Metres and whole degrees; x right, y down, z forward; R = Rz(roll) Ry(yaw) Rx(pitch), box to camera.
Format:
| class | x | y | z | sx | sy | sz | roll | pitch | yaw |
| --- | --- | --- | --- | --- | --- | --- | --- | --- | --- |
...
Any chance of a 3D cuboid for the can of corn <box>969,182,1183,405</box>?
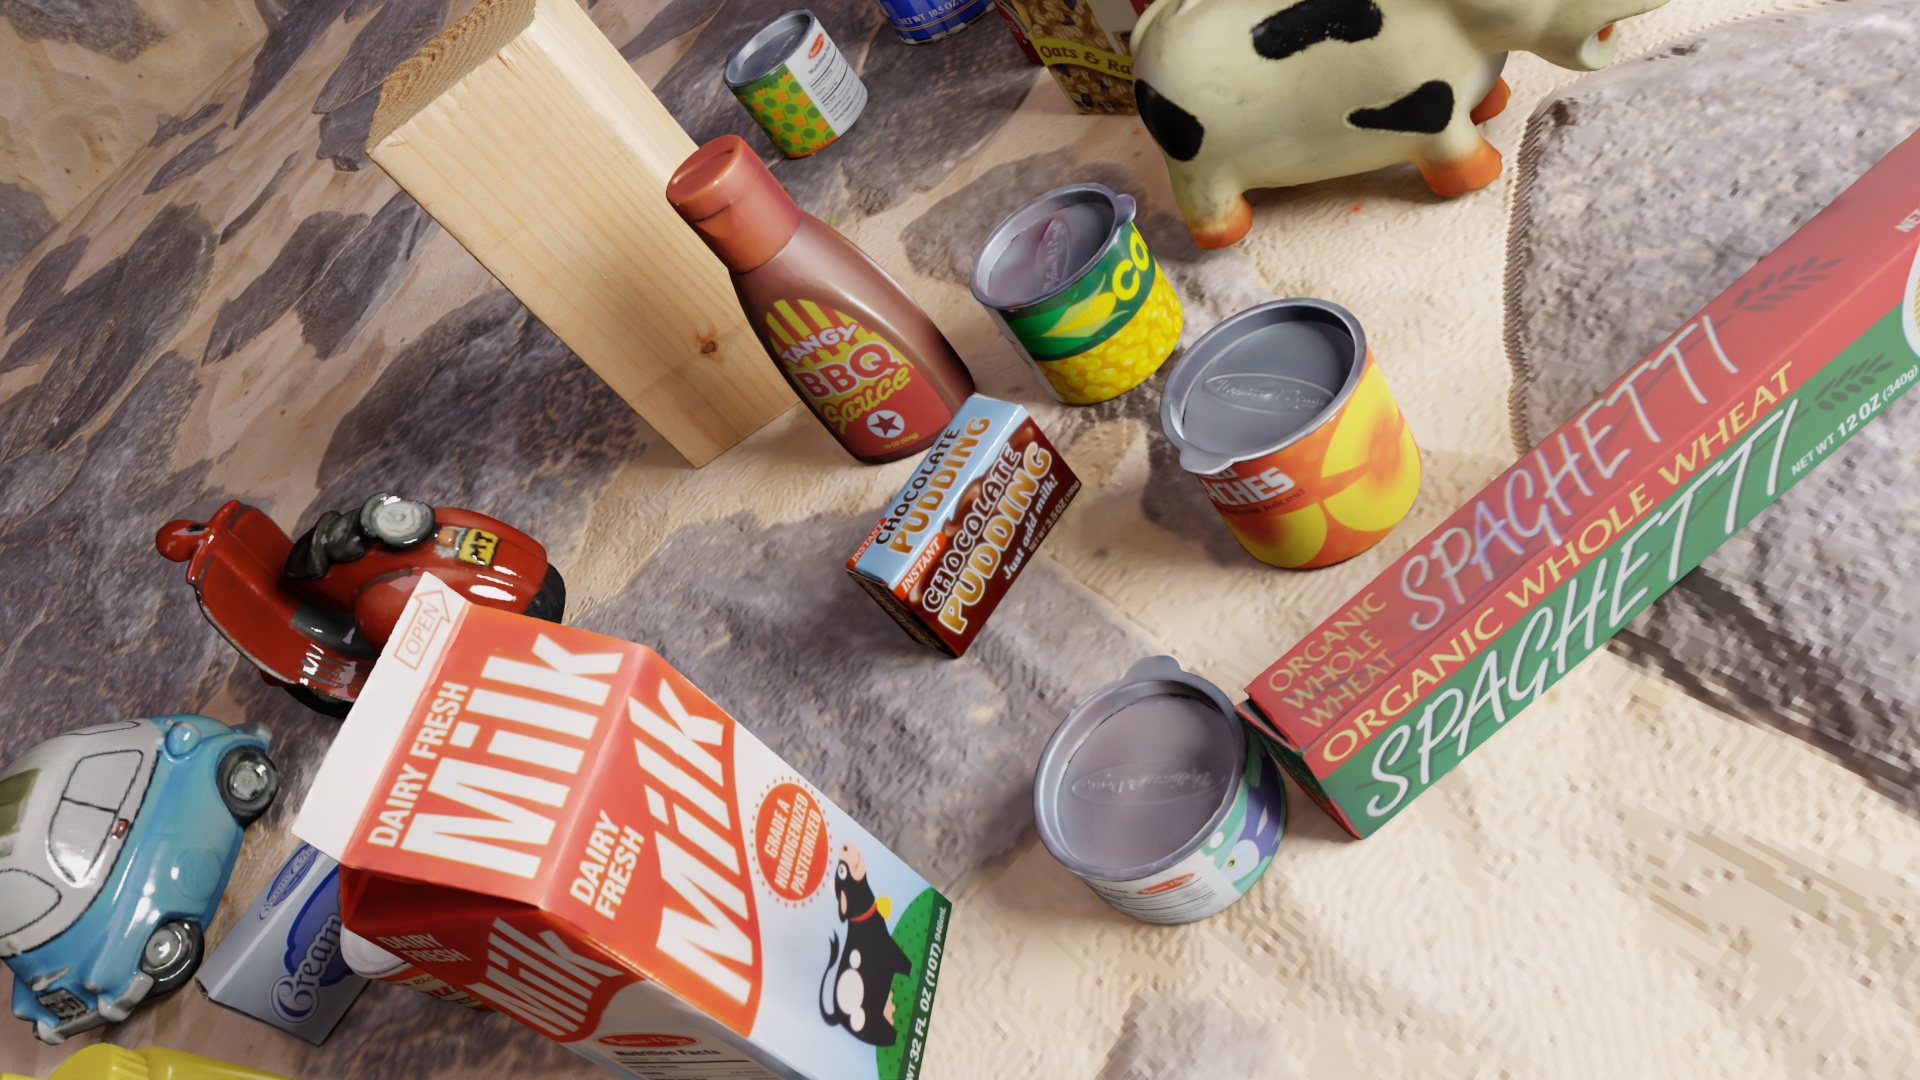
| class | x | y | z | sx | sy | sz | roll | pitch | yaw |
| --- | --- | --- | --- | --- | --- | --- | --- | --- | --- |
| can of corn | 0.048 | -0.096 | 0.543 | 0.071 | 0.058 | 0.071 | -22 | 42 | 22 |

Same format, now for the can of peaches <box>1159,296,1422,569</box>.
| class | x | y | z | sx | sy | sz | roll | pitch | yaw |
| --- | --- | --- | --- | --- | --- | --- | --- | --- | --- |
| can of peaches | 0.103 | -0.031 | 0.437 | 0.071 | 0.058 | 0.071 | -22 | 42 | 22 |

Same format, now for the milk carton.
| class | x | y | z | sx | sy | sz | roll | pitch | yaw |
| --- | --- | --- | --- | --- | --- | --- | --- | --- | --- |
| milk carton | -0.086 | 0.090 | 0.370 | 0.073 | 0.190 | 0.073 | -13 | 46 | 30 |

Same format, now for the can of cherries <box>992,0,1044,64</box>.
| class | x | y | z | sx | sy | sz | roll | pitch | yaw |
| --- | --- | --- | --- | --- | --- | --- | --- | --- | --- |
| can of cherries | 0.047 | -0.294 | 0.733 | 0.071 | 0.058 | 0.072 | -22 | 42 | 22 |

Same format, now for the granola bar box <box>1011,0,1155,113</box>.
| class | x | y | z | sx | sy | sz | roll | pitch | yaw |
| --- | --- | --- | --- | --- | --- | --- | --- | --- | --- |
| granola bar box | 0.087 | -0.242 | 0.598 | 0.165 | 0.124 | 0.039 | 21 | 69 | 48 |

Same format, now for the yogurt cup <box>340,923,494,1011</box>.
| class | x | y | z | sx | sy | sz | roll | pitch | yaw |
| --- | --- | --- | --- | --- | --- | --- | --- | --- | --- |
| yogurt cup | -0.184 | 0.138 | 0.514 | 0.072 | 0.053 | 0.073 | -22 | 42 | 22 |

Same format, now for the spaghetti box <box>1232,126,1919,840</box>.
| class | x | y | z | sx | sy | sz | roll | pitch | yaw |
| --- | --- | --- | --- | --- | --- | --- | --- | --- | --- |
| spaghetti box | 0.183 | -0.017 | 0.365 | 0.250 | 0.050 | 0.029 | -40 | 39 | 1 |

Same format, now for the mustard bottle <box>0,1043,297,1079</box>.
| class | x | y | z | sx | sy | sz | roll | pitch | yaw |
| --- | --- | --- | --- | --- | --- | --- | --- | --- | --- |
| mustard bottle | -0.224 | 0.188 | 0.414 | 0.048 | 0.159 | 0.065 | -10 | 48 | 33 |

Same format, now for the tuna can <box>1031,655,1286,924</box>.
| class | x | y | z | sx | sy | sz | roll | pitch | yaw |
| --- | --- | --- | --- | --- | --- | --- | --- | --- | --- |
| tuna can | 0.057 | 0.071 | 0.397 | 0.071 | 0.032 | 0.071 | -22 | 42 | 22 |

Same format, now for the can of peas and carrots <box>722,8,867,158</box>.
| class | x | y | z | sx | sy | sz | roll | pitch | yaw |
| --- | --- | --- | --- | --- | --- | --- | --- | --- | --- |
| can of peas and carrots | -0.100 | -0.272 | 0.831 | 0.071 | 0.058 | 0.071 | -22 | 42 | 22 |

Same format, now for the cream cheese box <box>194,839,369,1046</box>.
| class | x | y | z | sx | sy | sz | roll | pitch | yaw |
| --- | --- | --- | --- | --- | --- | --- | --- | --- | --- |
| cream cheese box | -0.249 | 0.146 | 0.560 | 0.024 | 0.053 | 0.104 | 14 | 64 | 46 |

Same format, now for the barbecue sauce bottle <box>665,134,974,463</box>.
| class | x | y | z | sx | sy | sz | roll | pitch | yaw |
| --- | --- | --- | --- | --- | --- | --- | --- | --- | --- |
| barbecue sauce bottle | -0.056 | -0.094 | 0.555 | 0.064 | 0.148 | 0.044 | -19 | 44 | 26 |

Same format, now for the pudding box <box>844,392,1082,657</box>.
| class | x | y | z | sx | sy | sz | roll | pitch | yaw |
| --- | --- | --- | --- | --- | --- | --- | --- | --- | --- |
| pudding box | 0.002 | -0.006 | 0.503 | 0.030 | 0.049 | 0.084 | 18 | 66 | 47 |
